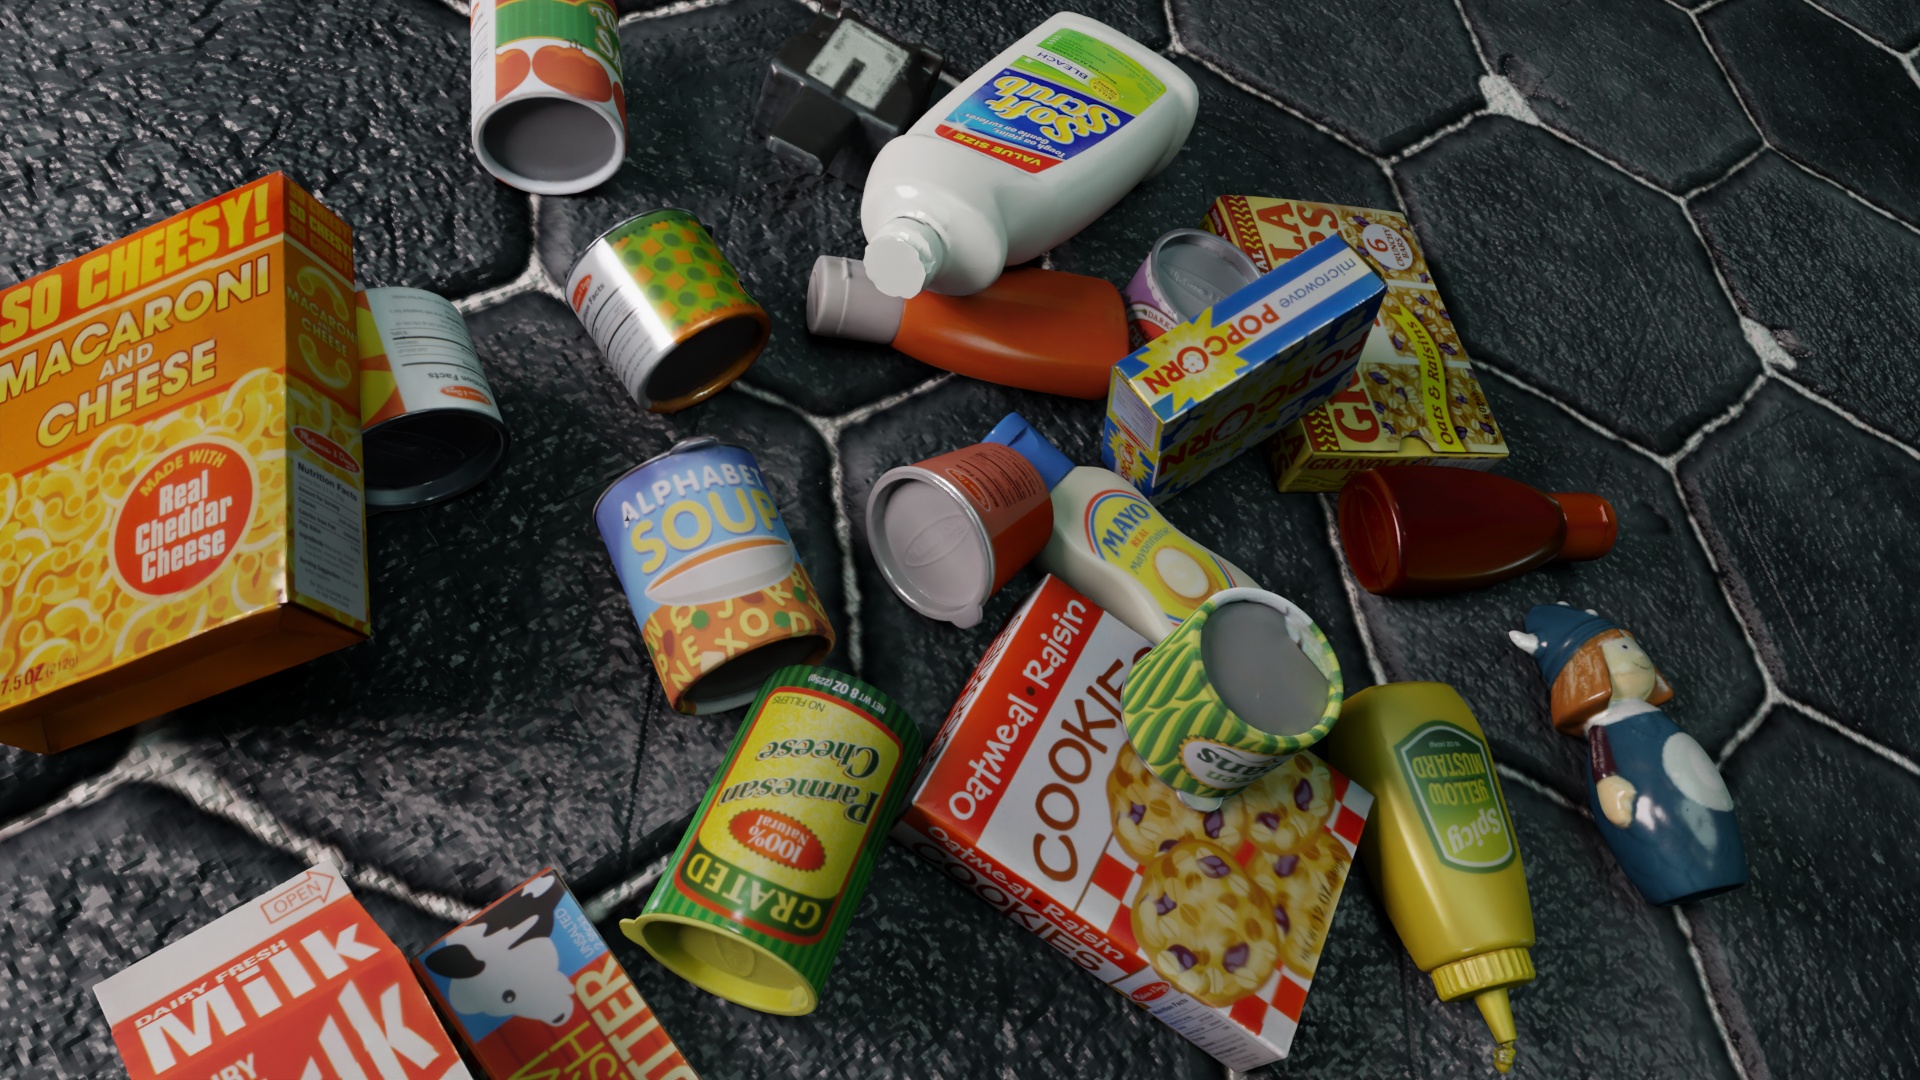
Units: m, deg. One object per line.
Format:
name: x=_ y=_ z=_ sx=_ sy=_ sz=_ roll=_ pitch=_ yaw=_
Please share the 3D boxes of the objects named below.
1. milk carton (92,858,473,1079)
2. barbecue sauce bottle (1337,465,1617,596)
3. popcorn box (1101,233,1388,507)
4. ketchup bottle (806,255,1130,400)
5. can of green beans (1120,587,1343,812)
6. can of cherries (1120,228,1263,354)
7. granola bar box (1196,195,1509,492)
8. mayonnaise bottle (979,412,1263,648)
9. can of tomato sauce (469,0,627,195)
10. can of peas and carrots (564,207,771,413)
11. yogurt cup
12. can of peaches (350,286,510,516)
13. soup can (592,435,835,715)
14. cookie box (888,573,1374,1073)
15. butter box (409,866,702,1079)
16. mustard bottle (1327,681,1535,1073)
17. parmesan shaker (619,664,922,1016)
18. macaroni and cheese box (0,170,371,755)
milk carton: x=-0.165 y=0.186 z=0.389 sx=0.072 sy=0.073 sz=0.191 roll=-28 pitch=74 yaw=-33
barbecue sauce bottle: x=0.264 y=-0.006 z=0.701 sx=0.149 sy=0.043 sz=0.065 roll=-1 pitch=69 yaw=-24
popcorn box: x=0.128 y=-0.076 z=0.636 sx=0.127 sy=0.085 sz=0.038 roll=-31 pitch=68 yaw=-12
ketchup bottle: x=0.004 y=-0.105 z=0.653 sx=0.149 sy=0.043 sz=0.065 roll=6 pitch=53 yaw=-19
can of green beans: x=0.104 y=0.059 z=0.536 sx=0.071 sy=0.057 sz=0.071 roll=11 pitch=57 yaw=-18
can of cherries: x=0.110 y=-0.110 z=0.691 sx=0.071 sy=0.058 sz=0.072 roll=11 pitch=58 yaw=-18
granola bar box: x=0.204 y=-0.106 z=0.739 sx=0.124 sy=0.039 sz=0.166 roll=-1 pitch=61 yaw=-23
mayonnaise bottle: x=0.067 y=0.004 z=0.614 sx=0.148 sy=0.041 sz=0.065 roll=41 pitch=55 yaw=4
can of tomato sauce: x=-0.183 y=-0.208 z=0.624 sx=0.071 sy=0.071 sz=0.083 roll=1 pitch=61 yaw=-22
can of peas and carrots: x=-0.120 y=-0.096 z=0.583 sx=0.071 sy=0.070 sz=0.059 roll=-28 pitch=75 yaw=-33
yogurt cup: x=0.002 y=-0.007 z=0.582 sx=0.054 sy=0.072 sz=0.072 roll=-30 pitch=75 yaw=-42
can of peaches: x=-0.212 y=-0.051 z=0.519 sx=0.071 sy=0.071 sz=0.058 roll=-15 pitch=68 yaw=-29
soup can: x=-0.092 y=0.014 z=0.524 sx=0.071 sy=0.071 sz=0.084 roll=-16 pitch=68 yaw=-29
cookie box: x=0.070 y=0.109 z=0.554 sx=0.167 sy=0.040 sz=0.123 roll=34 pitch=54 yaw=-1
butter box: x=-0.127 y=0.163 z=0.449 sx=0.053 sy=0.024 sz=0.103 roll=-31 pitch=76 yaw=-34
mustard bottle: x=0.206 y=0.139 z=0.585 sx=0.065 sy=0.048 sz=0.161 roll=-1 pitch=61 yaw=-21
parmesan shaker: x=-0.063 y=0.102 z=0.487 sx=0.071 sy=0.071 sz=0.103 roll=28 pitch=54 yaw=-5
macaroni and cheese box: x=-0.263 y=-0.028 z=0.462 sx=0.123 sy=0.040 sz=0.167 roll=-19 pitch=63 yaw=10
